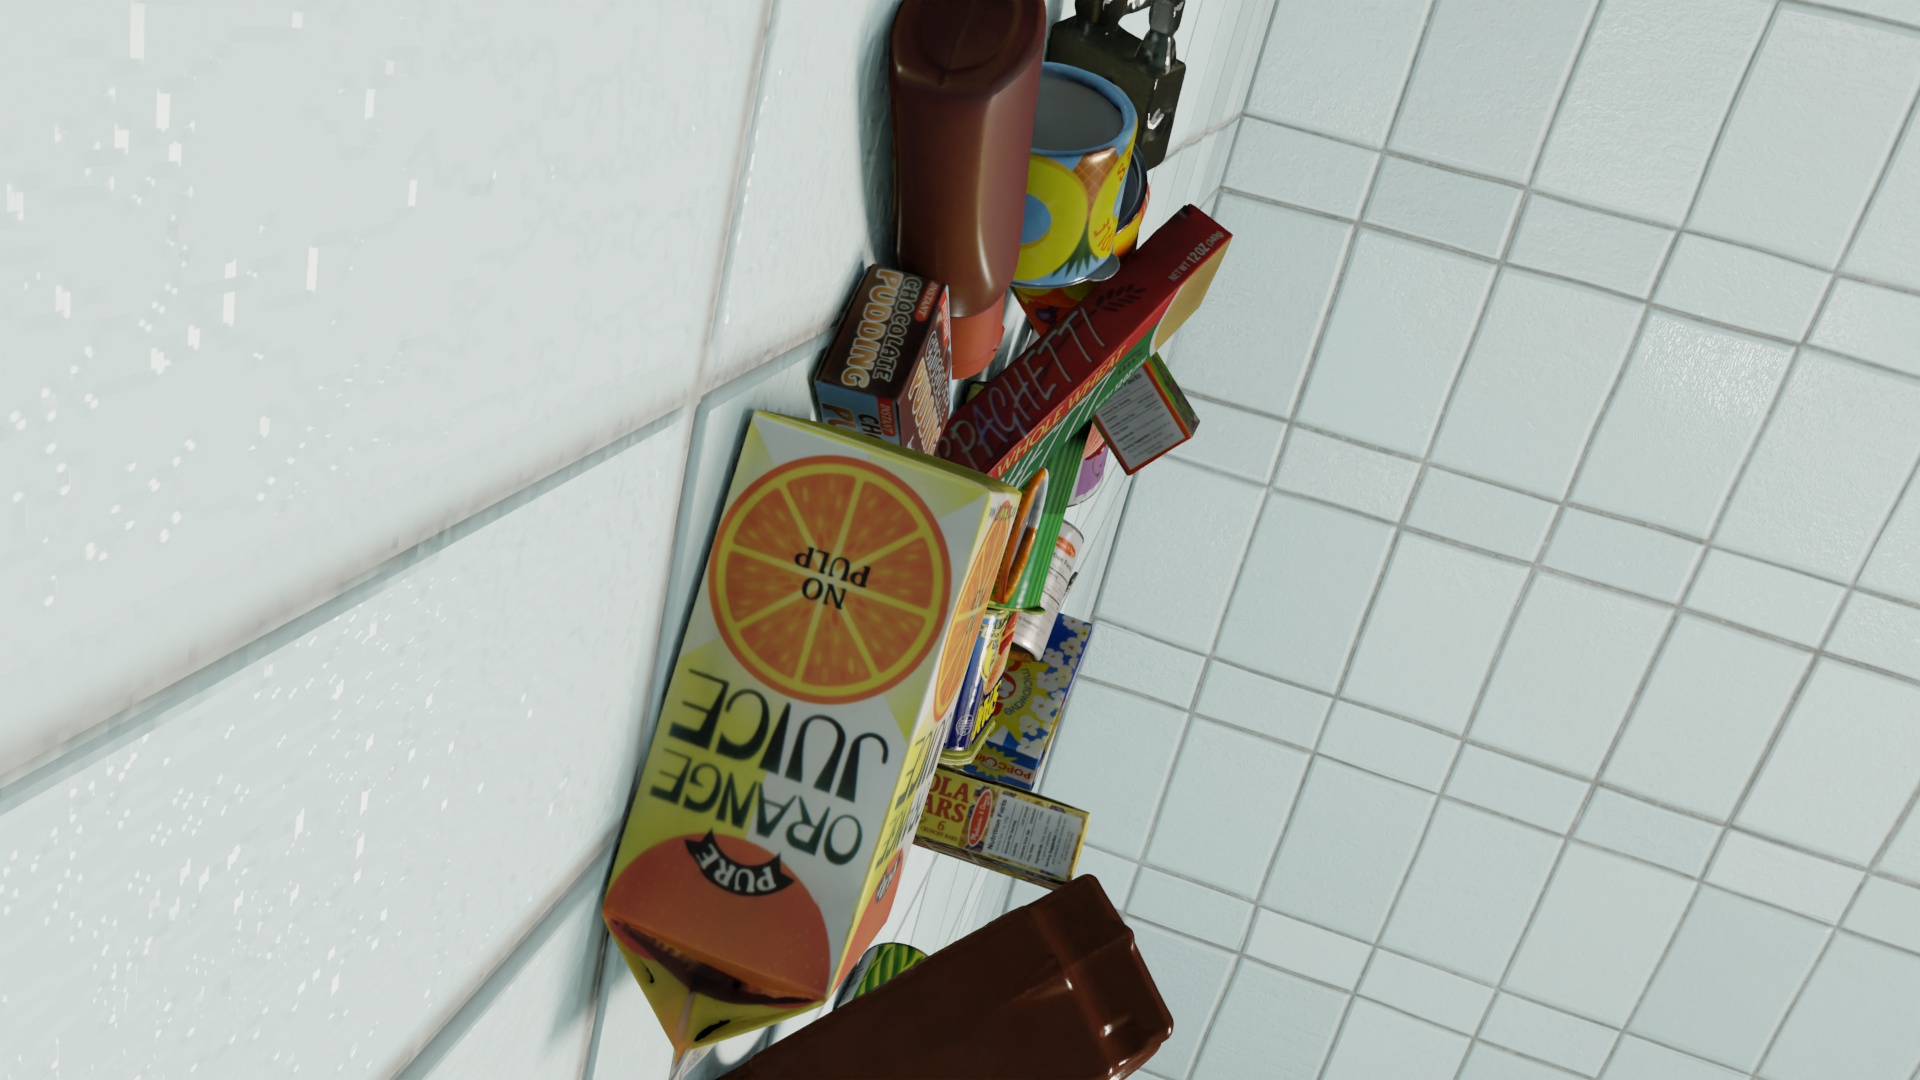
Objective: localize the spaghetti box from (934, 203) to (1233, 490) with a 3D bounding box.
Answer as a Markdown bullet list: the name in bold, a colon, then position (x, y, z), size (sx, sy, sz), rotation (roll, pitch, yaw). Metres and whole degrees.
- **spaghetti box**: position (0.034, -0.059, 0.581), size (0.251, 0.029, 0.050), rotation (-45, 164, -32)

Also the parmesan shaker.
- **parmesan shaker**: position (0.025, -0.022, 0.703), size (0.071, 0.071, 0.103), rotation (-35, 142, -76)

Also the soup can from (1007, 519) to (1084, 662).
- **soup can**: position (0.031, 0.026, 0.871), size (0.071, 0.071, 0.084), rotation (80, 30, -72)

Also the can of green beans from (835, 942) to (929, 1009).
- **can of green beans**: position (-0.048, 0.319, 0.949), size (0.058, 0.071, 0.071), rotation (-56, 162, -61)

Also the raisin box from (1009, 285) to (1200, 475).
- **raisin box**: position (0.071, -0.098, 0.698), size (0.040, 0.123, 0.086), rotation (-31, -177, 16)

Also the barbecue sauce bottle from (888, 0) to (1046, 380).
- **barbecue sauce bottle**: position (0.000, -0.111, 0.459), size (0.147, 0.044, 0.065), rotation (94, 11, -59)

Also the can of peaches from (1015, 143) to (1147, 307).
- **can of peaches**: position (0.046, -0.144, 0.618), size (0.058, 0.071, 0.071), rotation (81, 28, -72)

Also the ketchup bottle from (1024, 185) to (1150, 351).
- **ketchup bottle**: position (0.071, -0.151, 0.831), size (0.064, 0.043, 0.149), rotation (76, 33, -73)

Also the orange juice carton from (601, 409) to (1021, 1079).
- **orange juice carton**: position (-0.047, 0.064, 0.418), size (0.072, 0.073, 0.192), rotation (-6, 114, -81)

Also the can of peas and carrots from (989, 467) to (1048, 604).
- **can of peas and carrots**: position (0.002, -0.008, 0.632), size (0.071, 0.059, 0.071), rotation (15, 92, -81)

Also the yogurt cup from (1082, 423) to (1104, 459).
- **yogurt cup**: position (0.045, -0.071, 0.767), size (0.054, 0.072, 0.072), rotation (-31, 138, -65)

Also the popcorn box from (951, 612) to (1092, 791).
- **popcorn box**: position (0.027, 0.093, 0.897), size (0.127, 0.085, 0.038), rotation (-62, 168, -45)

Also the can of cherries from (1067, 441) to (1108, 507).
- **can of cherries**: position (0.059, -0.065, 0.857), size (0.058, 0.071, 0.072), rotation (94, 16, -53)

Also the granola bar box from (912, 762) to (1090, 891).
- **granola bar box**: position (0.007, 0.158, 0.775), size (0.165, 0.124, 0.039), rotation (78, 29, -73)

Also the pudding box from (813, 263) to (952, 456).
- **pudding box**: position (-0.024, -0.050, 0.475), size (0.083, 0.030, 0.050), rotation (89, 19, -65)

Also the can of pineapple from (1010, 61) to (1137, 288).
- **can of pineapple**: position (0.031, -0.136, 0.518), size (0.057, 0.071, 0.071), rotation (98, 13, -48)
